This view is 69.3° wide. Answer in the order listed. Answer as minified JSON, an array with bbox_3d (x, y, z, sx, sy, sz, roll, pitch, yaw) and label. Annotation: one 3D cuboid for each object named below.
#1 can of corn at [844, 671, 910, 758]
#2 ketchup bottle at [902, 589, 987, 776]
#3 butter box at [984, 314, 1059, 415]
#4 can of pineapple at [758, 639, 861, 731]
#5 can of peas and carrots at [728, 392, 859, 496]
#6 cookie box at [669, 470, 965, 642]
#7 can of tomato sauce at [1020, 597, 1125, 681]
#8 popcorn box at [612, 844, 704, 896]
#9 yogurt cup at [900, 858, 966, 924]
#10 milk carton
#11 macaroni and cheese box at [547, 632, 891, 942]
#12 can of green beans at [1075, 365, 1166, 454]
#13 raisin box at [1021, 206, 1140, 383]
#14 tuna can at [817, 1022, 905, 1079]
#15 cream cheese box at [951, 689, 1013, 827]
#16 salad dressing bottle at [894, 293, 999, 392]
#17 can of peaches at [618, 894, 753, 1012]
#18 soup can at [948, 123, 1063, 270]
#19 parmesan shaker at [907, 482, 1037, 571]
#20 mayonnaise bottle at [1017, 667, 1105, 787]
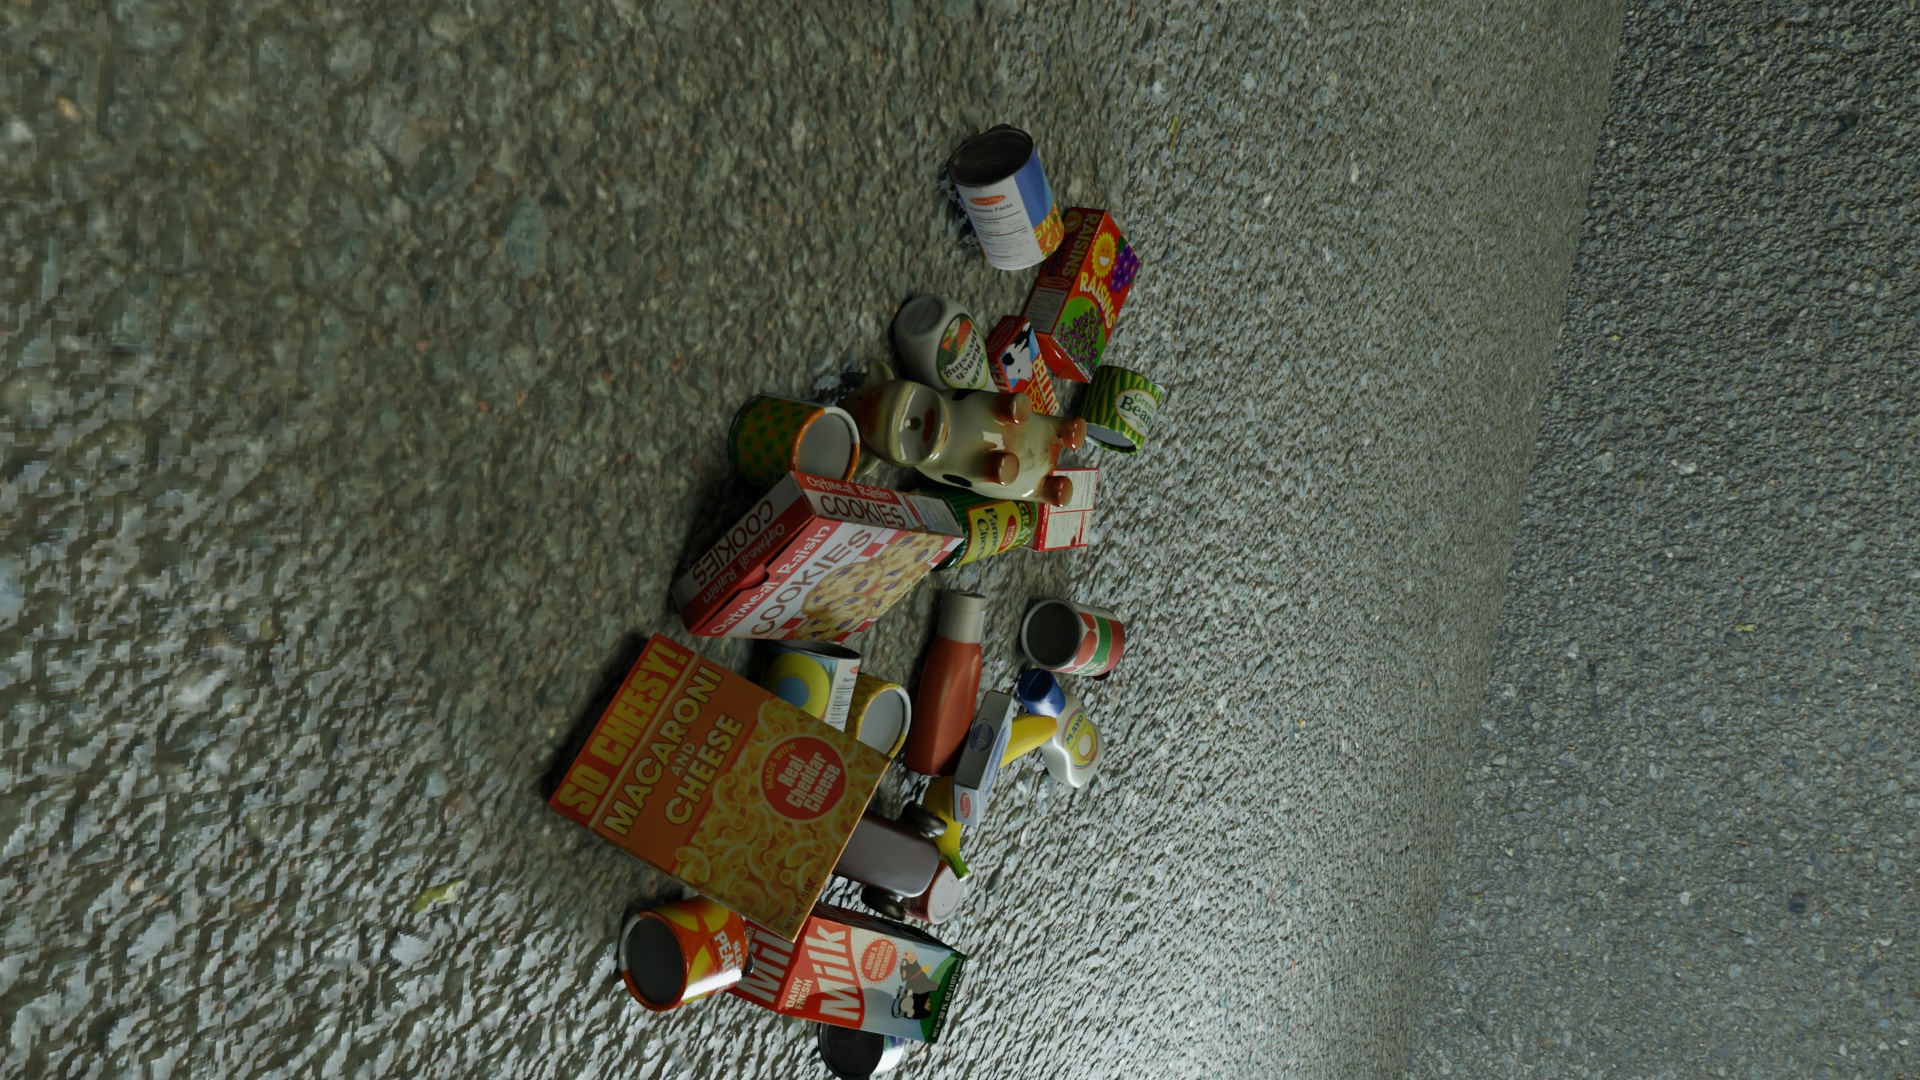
[{"bbox_3d":[-0.080,0.131,1.025,0.071,0.058,0.071,-25,122,-49],"label":"can of corn"},{"bbox_3d":[-0.008,0.116,1.137,0.065,0.043,0.148,2,100,-64],"label":"ketchup bottle"},{"bbox_3d":[0.049,-0.130,1.147,0.053,0.024,0.103,-55,141,-29],"label":"butter box"},{"bbox_3d":[-0.109,0.100,0.968,0.071,0.071,0.058,9,95,-56],"label":"can of pineapple"},{"bbox_3d":[-0.109,-0.058,0.912,0.071,0.059,0.070,-25,121,-49],"label":"can of peas and carrots"},{"bbox_3d":[-0.091,0.016,0.923,0.122,0.040,0.167,-42,154,22],"label":"cookie box"},{"bbox_3d":[0.103,0.091,1.269,0.083,0.071,0.071,16,89,-56],"label":"can of tomato sauce"},{"bbox_3d":[-0.155,0.161,0.899,0.127,0.085,0.038,-62,157,-20],"label":"popcorn box"},{"bbox_3d":[-0.031,0.284,1.156,0.073,0.054,0.072,-27,124,-49],"label":"yogurt cup"},{"bbox_3d":[-0.097,0.311,1.025,0.190,0.073,0.072,24,80,-34],"label":"milk carton"},{"bbox_3d":[-0.145,0.150,0.849,0.124,0.166,0.040,-61,177,-20],"label":"macaroni and cheese box"},{"bbox_3d":[0.141,-0.117,1.250,0.071,0.071,0.058,39,70,-54],"label":"can of green beans"},{"bbox_3d":[0.102,-0.209,1.183,0.086,0.040,0.123,39,70,-53],"label":"raisin box"},{"bbox_3d":[-0.079,0.400,1.116,0.033,0.071,0.071,22,84,-57],"label":"tuna can"},{"bbox_3d":[0.018,0.179,1.145,0.104,0.024,0.053,-66,163,-44],"label":"cream cheese box"},{"bbox_3d":[0.001,-0.126,1.061,0.064,0.044,0.147,-61,144,-17],"label":"salad dressing bottle"},{"bbox_3d":[-0.181,0.272,0.918,0.058,0.071,0.071,2,100,-55],"label":"can of peaches"},{"bbox_3d":[0.036,-0.258,1.046,0.071,0.071,0.083,-58,143,-25],"label":"soup can"},{"bbox_3d":[0.004,-0.014,1.089,0.103,0.071,0.071,-16,115,-52],"label":"parmesan shaker"},{"bbox_3d":[0.093,0.173,1.308,0.065,0.041,0.147,-57,143,-23],"label":"mayonnaise bottle"}]
